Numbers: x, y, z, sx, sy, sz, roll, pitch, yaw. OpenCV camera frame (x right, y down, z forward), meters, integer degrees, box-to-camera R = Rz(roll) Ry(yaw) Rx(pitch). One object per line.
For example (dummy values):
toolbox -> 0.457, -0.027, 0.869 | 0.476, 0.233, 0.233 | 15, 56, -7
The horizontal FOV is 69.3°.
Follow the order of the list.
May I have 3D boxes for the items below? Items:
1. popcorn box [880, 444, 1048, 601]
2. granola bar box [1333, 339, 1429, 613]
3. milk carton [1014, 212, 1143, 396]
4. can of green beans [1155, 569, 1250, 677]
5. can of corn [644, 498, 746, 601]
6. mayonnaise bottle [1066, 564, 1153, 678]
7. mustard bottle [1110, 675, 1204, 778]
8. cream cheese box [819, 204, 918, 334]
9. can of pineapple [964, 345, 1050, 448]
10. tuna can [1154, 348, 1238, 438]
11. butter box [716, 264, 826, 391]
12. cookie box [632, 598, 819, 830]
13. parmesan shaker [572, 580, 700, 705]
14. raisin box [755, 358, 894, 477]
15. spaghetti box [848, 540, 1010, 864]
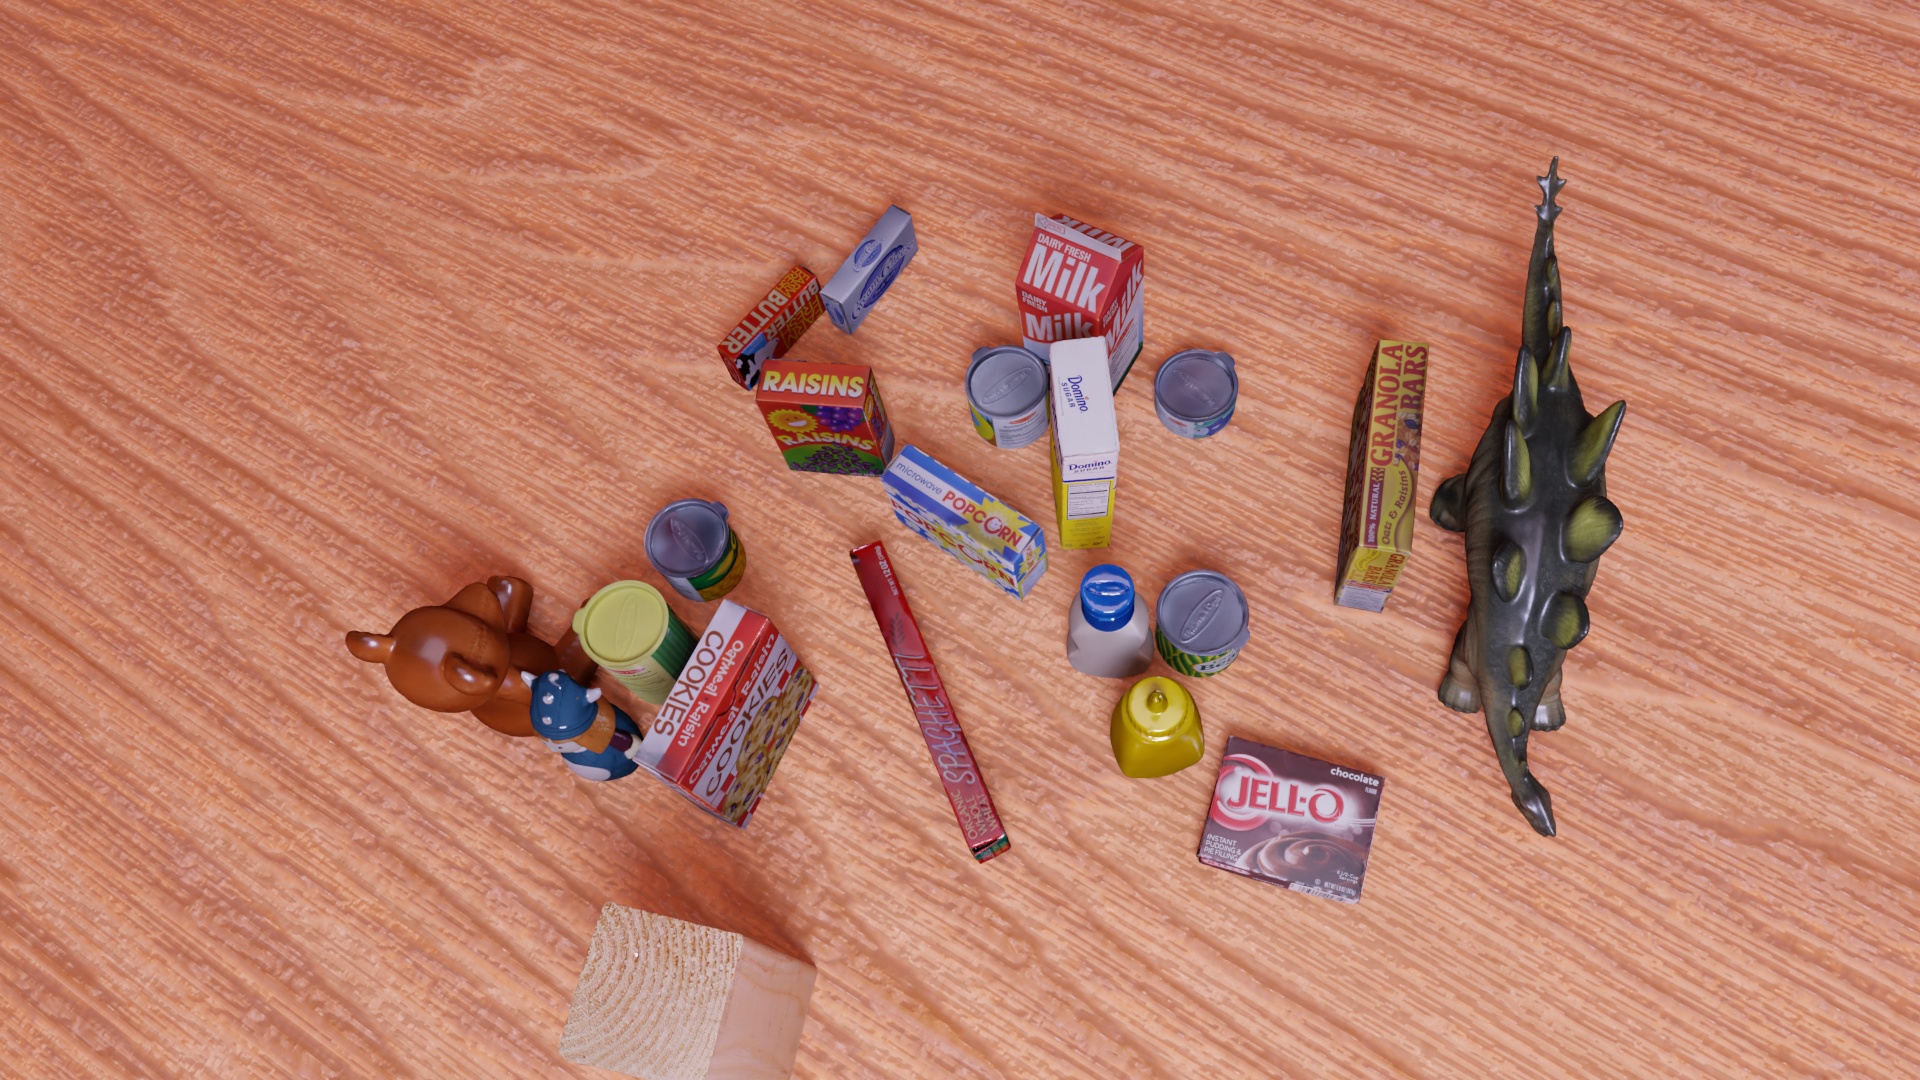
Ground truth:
popcorn box -> 0.004, -0.013, 1.061 | 0.127, 0.085, 0.038 | 33, 75, 18
granola bar box -> 0.307, -0.045, 1.018 | 0.039, 0.123, 0.166 | 8, 69, 10
milk carton -> 0.093, -0.181, 1.064 | 0.072, 0.190, 0.073 | 27, 73, 16
can of green beans -> 0.177, 0.062, 1.024 | 0.071, 0.057, 0.071 | -2, 67, 6
can of corn -> -0.205, 0.007, 1.091 | 0.071, 0.058, 0.071 | -2, 67, 6
mayonnaise bottle -> 0.105, 0.059, 0.985 | 0.065, 0.147, 0.041 | 2, 68, 7
mustard bottle -> 0.135, 0.124, 0.947 | 0.065, 0.159, 0.049 | -14, 67, 1
cream cheese box -> -0.076, -0.229, 1.177 | 0.024, 0.053, 0.104 | 31, 74, 17
can of pineapple -> 0.038, -0.116, 1.114 | 0.071, 0.057, 0.071 | -2, 67, 6
tuna can -> 0.190, -0.119, 1.112 | 0.071, 0.032, 0.071 | -2, 67, 6
butter box -> -0.157, -0.179, 1.166 | 0.024, 0.053, 0.104 | 36, 76, 19
cookie box -> -0.158, 0.126, 0.976 | 0.040, 0.167, 0.123 | 22, 72, 15
parmesan shaker -> -0.238, 0.078, 1.040 | 0.071, 0.102, 0.071 | -2, 68, 6
raisin box -> -0.103, -0.095, 1.086 | 0.086, 0.123, 0.040 | 5, 69, 9
spaghetti box -> -0.024, 0.117, 1.028 | 0.029, 0.050, 0.251 | -23, 67, -3
